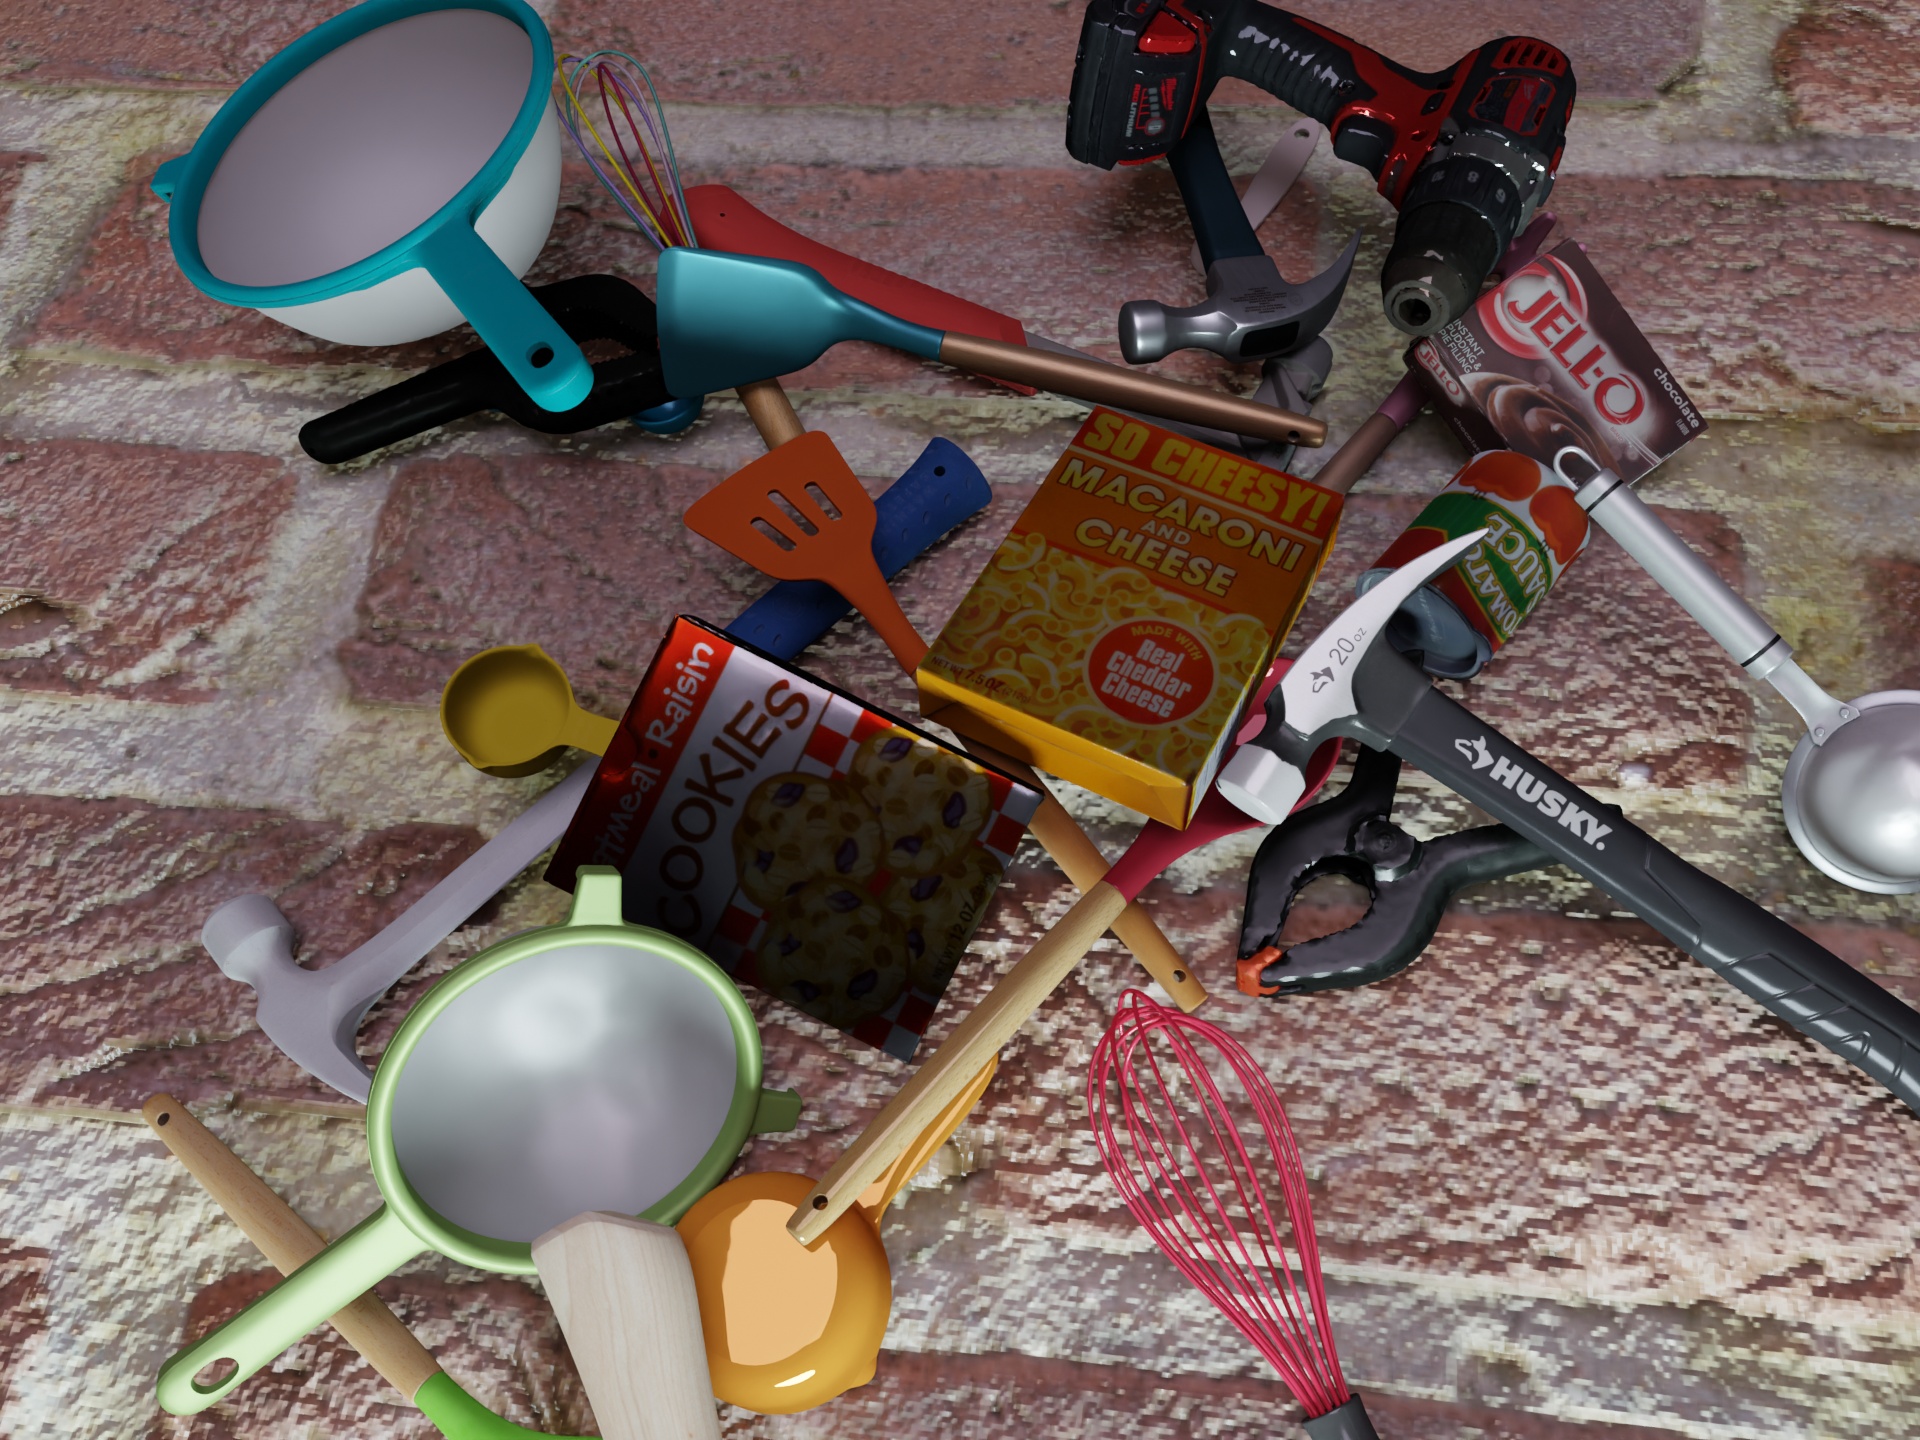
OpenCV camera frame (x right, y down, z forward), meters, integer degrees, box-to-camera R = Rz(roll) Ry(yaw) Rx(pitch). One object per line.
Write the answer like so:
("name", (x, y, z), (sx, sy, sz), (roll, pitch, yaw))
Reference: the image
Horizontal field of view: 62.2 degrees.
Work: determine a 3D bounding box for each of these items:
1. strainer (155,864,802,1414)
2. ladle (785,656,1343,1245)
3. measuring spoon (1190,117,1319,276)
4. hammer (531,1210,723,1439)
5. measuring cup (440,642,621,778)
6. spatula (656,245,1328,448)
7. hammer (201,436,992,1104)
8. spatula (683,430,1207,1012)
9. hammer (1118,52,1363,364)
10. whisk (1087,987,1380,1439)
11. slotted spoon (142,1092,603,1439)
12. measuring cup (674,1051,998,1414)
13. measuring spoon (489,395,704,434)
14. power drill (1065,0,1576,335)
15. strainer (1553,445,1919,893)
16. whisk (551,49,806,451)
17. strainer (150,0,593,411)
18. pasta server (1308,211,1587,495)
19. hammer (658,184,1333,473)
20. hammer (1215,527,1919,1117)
("strainer", (-0.201, 0.169, 0.626), (0.256, 0.151, 0.069), (-36, 29, -8))
("ladle", (0.046, 0.088, 0.639), (0.069, 0.031, 0.315), (36, 67, 25))
("measuring spoon", (0.161, -0.283, 0.846), (0.034, 0.018, 0.124), (27, 69, 17))
("hammer", (-0.060, 0.362, 0.518), (0.146, 0.038, 0.411), (-26, 73, -5))
("measuring cup", (-0.150, 0.014, 0.698), (0.156, 0.029, 0.062), (18, 68, 2))
("spatula", (0.014, -0.163, 0.748), (0.317, 0.082, 0.044), (14, 45, 8))
("hammer", (-0.140, 0.012, 0.726), (0.405, 0.035, 0.144), (-42, 67, -14))
("spatula", (-0.001, -0.002, 0.701), (0.081, 0.041, 0.323), (-36, 79, -14))
("hammer", (0.115, -0.312, 0.835), (0.128, 0.033, 0.331), (-6, 57, -7))
("whisk", (0.125, 0.232, 0.582), (0.073, 0.073, 0.296), (-24, 70, -6))
("slotted spoon", (-0.225, 0.245, 0.629), (0.314, 0.031, 0.070), (33, 72, 21))
("measuring cup", (-0.045, 0.188, 0.621), (0.095, 0.052, 0.173), (37, 75, 20))
("measuring spoon", (-0.191, -0.163, 0.830), (0.128, 0.021, 0.042), (3, 59, 17))
("power drill", (0.166, -0.278, 0.752), (0.227, 0.080, 0.188), (24, 59, 10))
("strainer", (0.338, -0.019, 0.656), (0.087, 0.050, 0.258), (-45, 78, 19))
("whisk", (-0.140, -0.242, 0.816), (0.051, 0.047, 0.245), (-29, 84, -6))
("strainer", (-0.243, -0.223, 0.766), (0.211, 0.095, 0.341), (-39, 57, -4))
("pasta server", (0.189, -0.126, 0.757), (0.060, 0.040, 0.316), (44, 76, -3))
("hammer", (-0.003, -0.190, 0.809), (0.359, 0.036, 0.149), (25, 69, 16))
("hammer", (0.278, 0.061, 0.623), (0.335, 0.035, 0.146), (35, 82, 8))
